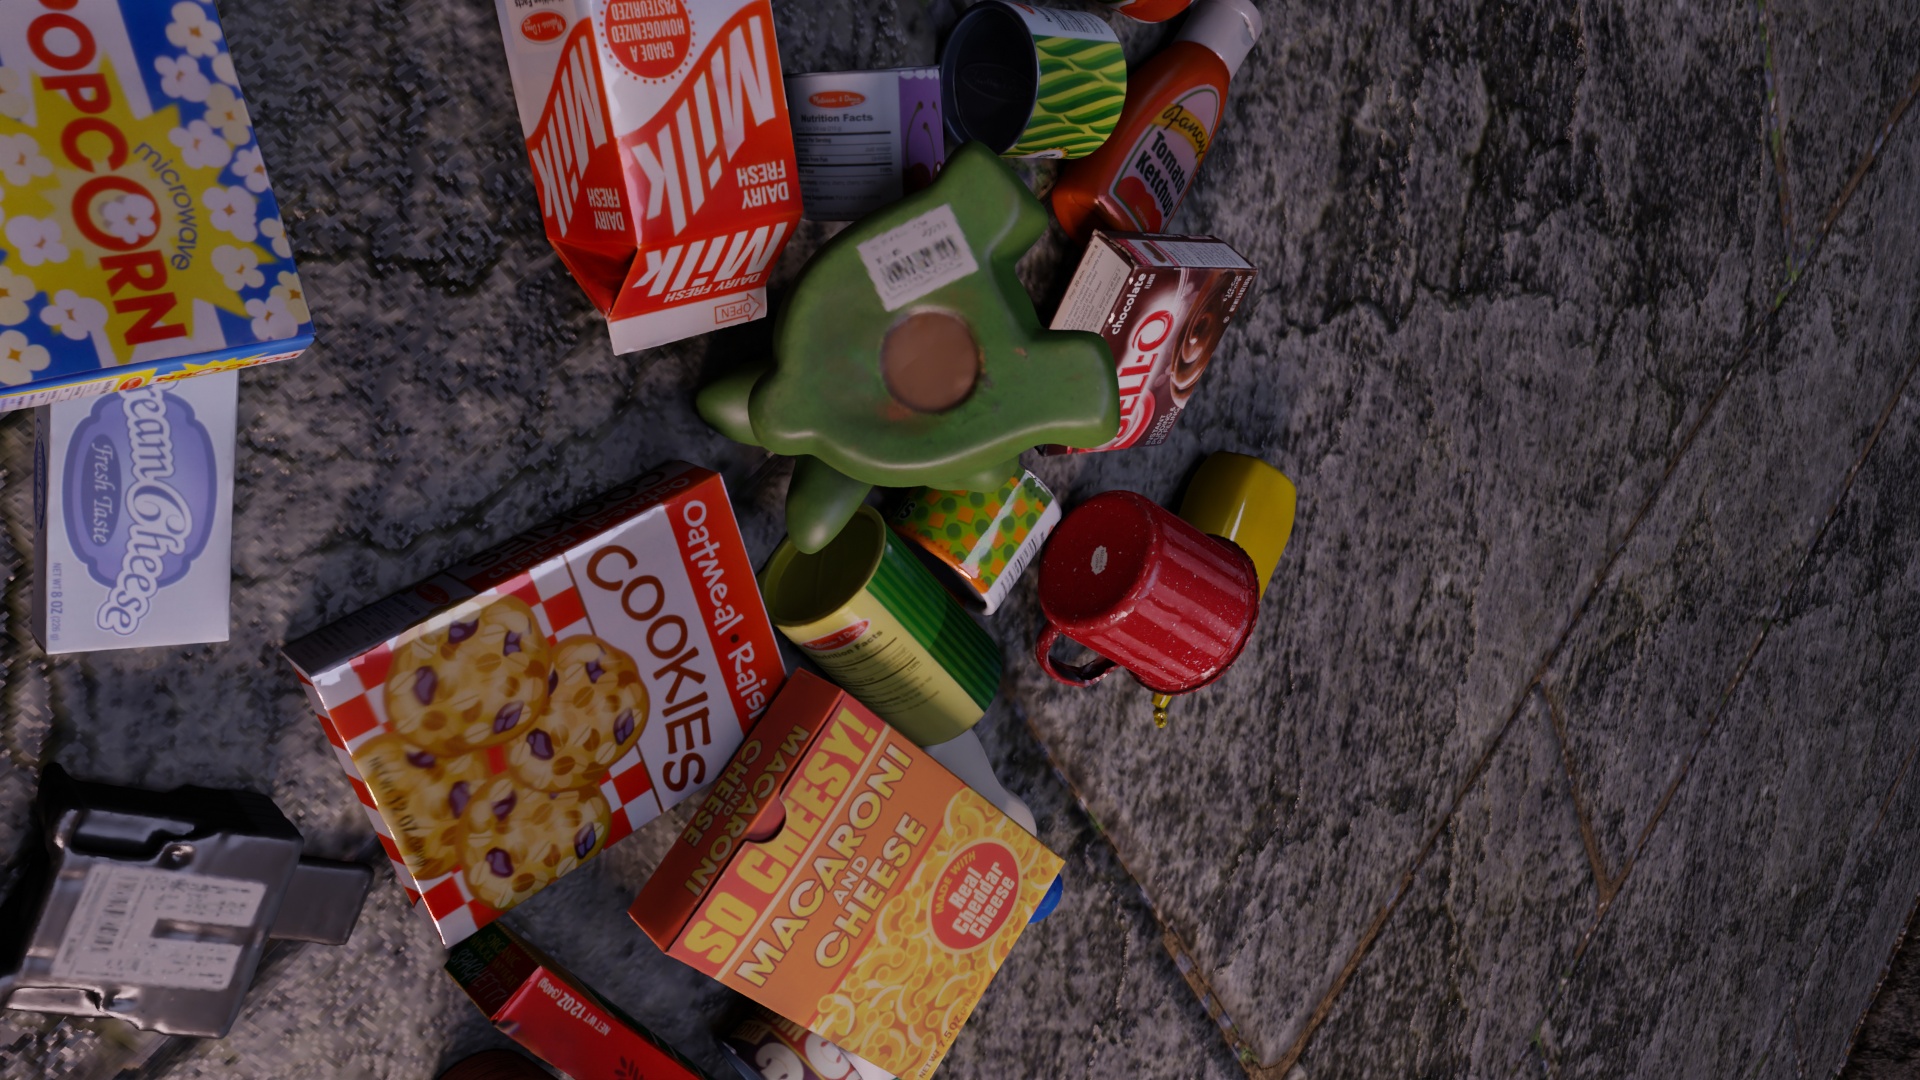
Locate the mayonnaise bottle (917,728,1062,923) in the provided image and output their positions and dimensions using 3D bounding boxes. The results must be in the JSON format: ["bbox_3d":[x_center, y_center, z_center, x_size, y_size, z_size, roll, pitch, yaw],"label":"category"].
[{"bbox_3d":[0.004,0.145,0.706,0.065,0.041,0.147,-51,130,-18],"label":"mayonnaise bottle"}]

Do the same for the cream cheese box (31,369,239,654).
[{"bbox_3d":[-0.259,-0.018,0.438,0.053,0.024,0.103,-2,102,-43],"label":"cream cheese box"}]

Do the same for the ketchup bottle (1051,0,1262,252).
[{"bbox_3d":[0.102,-0.211,0.700,0.149,0.043,0.064,-59,138,-14],"label":"ketchup bottle"}]

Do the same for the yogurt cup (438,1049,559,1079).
[{"bbox_3d":[-0.182,0.241,0.553,0.072,0.054,0.072,-12,109,-39],"label":"yogurt cup"}]

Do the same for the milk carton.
[{"bbox_3d":[-0.113,-0.166,0.498,0.072,0.073,0.189,-22,115,-36],"label":"milk carton"}]

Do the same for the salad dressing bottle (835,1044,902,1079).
[{"bbox_3d":[-0.045,0.224,0.680,0.064,0.044,0.147,-19,114,-37],"label":"salad dressing bottle"}]

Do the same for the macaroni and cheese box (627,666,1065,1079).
[{"bbox_3d":[-0.042,0.150,0.605,0.166,0.040,0.124,44,74,-37],"label":"macaroni and cheese box"}]

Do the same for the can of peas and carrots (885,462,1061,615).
[{"bbox_3d":[0.002,-0.008,0.649,0.059,0.071,0.070,-55,130,-16],"label":"can of peas and carrots"}]

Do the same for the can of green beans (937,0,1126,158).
[{"bbox_3d":[0.032,-0.205,0.623,0.058,0.071,0.071,-12,109,-40],"label":"can of green beans"}]

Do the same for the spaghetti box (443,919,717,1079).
[{"bbox_3d":[-0.124,0.245,0.609,0.029,0.050,0.249,-50,129,-19],"label":"spaghetti box"}]

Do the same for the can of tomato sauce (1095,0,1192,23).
[{"bbox_3d":[0.069,-0.281,0.636,0.083,0.071,0.071,5,98,-43],"label":"can of tomato sauce"}]

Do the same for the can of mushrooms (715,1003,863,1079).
[{"bbox_3d":[-0.078,0.242,0.639,0.033,0.071,0.070,-44,126,-25],"label":"can of mushrooms"}]

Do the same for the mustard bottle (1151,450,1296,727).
[{"bbox_3d":[0.138,0.030,0.790,0.065,0.049,0.160,31,81,-42],"label":"mustard bottle"}]

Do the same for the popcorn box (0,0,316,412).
[{"bbox_3d":[-0.248,-0.107,0.396,0.085,0.038,0.126,-20,99,-37],"label":"popcorn box"}]

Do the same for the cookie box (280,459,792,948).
[{"bbox_3d":[-0.153,0.058,0.543,0.168,0.040,0.122,-31,120,-31],"label":"cookie box"}]

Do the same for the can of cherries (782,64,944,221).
[{"bbox_3d":[-0.038,-0.164,0.572,0.072,0.071,0.058,-18,113,-38],"label":"can of cherries"}]

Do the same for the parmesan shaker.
[{"bbox_3d":[-0.036,0.040,0.628,0.071,0.071,0.102,-55,131,-17],"label":"parmesan shaker"}]
